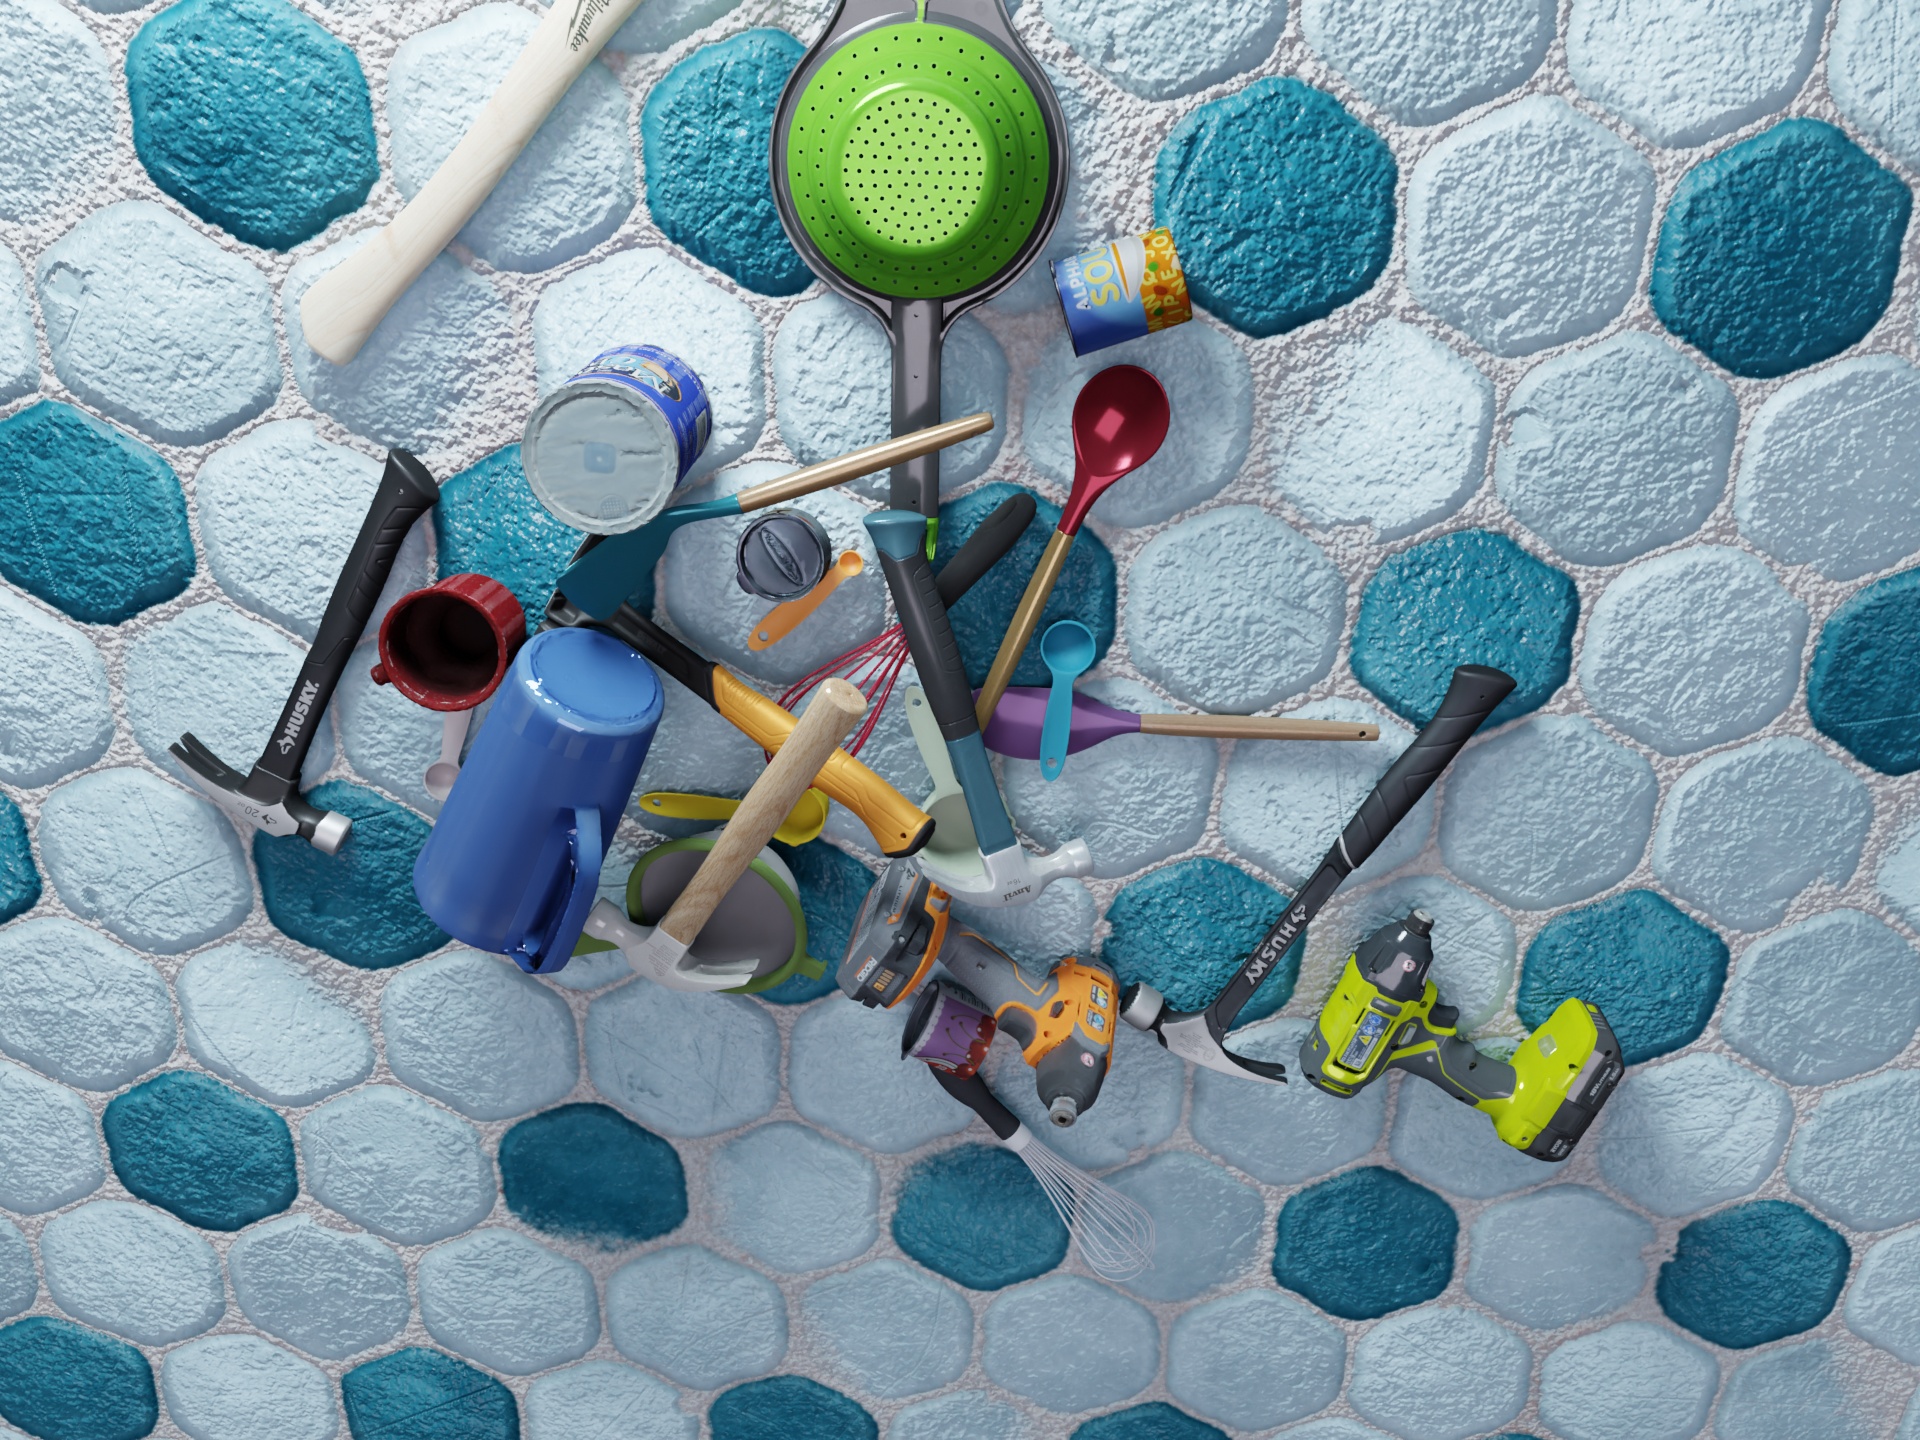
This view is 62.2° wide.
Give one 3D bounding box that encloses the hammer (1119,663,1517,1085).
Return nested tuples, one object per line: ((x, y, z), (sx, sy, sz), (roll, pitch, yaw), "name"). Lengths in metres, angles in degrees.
((0.300, 0.123, 1.265), (0.149, 0.036, 0.409), (33, 109, -5), "hammer")

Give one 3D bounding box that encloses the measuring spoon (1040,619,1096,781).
((0.077, -0.016, 1.218), (0.042, 0.021, 0.128), (10, 107, 7), "measuring spoon")

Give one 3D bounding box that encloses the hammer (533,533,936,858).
((-0.155, -0.017, 1.165), (0.337, 0.034, 0.127), (36, 109, 7), "hammer")

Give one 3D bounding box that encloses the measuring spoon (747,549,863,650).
((-0.118, -0.090, 1.204), (0.117, 0.011, 0.021), (-38, 96, 19), "measuring spoon")

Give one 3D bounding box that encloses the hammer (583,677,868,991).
((-0.159, 0.090, 1.165), (0.130, 0.031, 0.331), (35, 124, -6), "hammer")

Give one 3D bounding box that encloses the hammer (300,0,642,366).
((-0.300, -0.390, 1.067), (0.146, 0.038, 0.410), (41, 108, -16), "hammer")

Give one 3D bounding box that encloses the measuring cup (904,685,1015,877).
((-0.011, 0.043, 1.243), (0.083, 0.038, 0.167), (-17, 110, 8), "measuring cup")

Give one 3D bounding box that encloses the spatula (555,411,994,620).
((-0.125, -0.149, 1.104), (0.317, 0.082, 0.044), (-18, 70, 6), "spatula")

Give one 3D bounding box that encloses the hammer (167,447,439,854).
((-0.484, -0.058, 1.212), (0.146, 0.035, 0.334), (28, 111, -11), "hammer")

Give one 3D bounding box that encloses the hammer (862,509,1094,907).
((-0.002, -0.004, 1.174), (0.128, 0.033, 0.330), (-21, 114, -6), "hammer")

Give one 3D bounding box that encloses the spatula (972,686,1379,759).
((0.165, 0.005, 1.232), (0.316, 0.018, 0.059), (2, 108, 2), "spatula")

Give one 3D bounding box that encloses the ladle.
((0.068, -0.115, 1.174), (0.069, 0.031, 0.315), (27, 111, 5), "ladle")

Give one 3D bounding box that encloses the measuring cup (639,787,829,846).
((-0.179, 0.064, 1.267), (0.156, 0.029, 0.062), (3, 118, 13), "measuring cup")

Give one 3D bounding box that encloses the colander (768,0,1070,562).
((-0.031, -0.287, 1.072), (0.204, 0.095, 0.396), (2, 113, 1), "colander")

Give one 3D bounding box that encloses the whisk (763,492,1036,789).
((-0.048, -0.059, 1.190), (0.073, 0.073, 0.296), (40, 103, -14), "whisk")

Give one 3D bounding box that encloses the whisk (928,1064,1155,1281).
((0.071, 0.380, 1.374), (0.070, 0.070, 0.284), (-40, 102, 16), "whisk")

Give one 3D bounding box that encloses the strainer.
((-0.230, 0.151, 1.288), (0.256, 0.069, 0.151), (-13, 117, 26), "strainer")

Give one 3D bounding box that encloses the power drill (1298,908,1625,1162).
((0.414, 0.258, 1.304), (0.223, 0.080, 0.171), (22, 112, -5), "power drill")

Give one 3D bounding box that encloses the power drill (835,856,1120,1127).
((0.021, 0.217, 1.247), (0.226, 0.164, 0.084), (31, 121, -9), "power drill")

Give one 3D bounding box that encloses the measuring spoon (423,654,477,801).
((-0.394, 0.005, 1.250), (0.034, 0.018, 0.124), (16, 106, -3), "measuring spoon")
